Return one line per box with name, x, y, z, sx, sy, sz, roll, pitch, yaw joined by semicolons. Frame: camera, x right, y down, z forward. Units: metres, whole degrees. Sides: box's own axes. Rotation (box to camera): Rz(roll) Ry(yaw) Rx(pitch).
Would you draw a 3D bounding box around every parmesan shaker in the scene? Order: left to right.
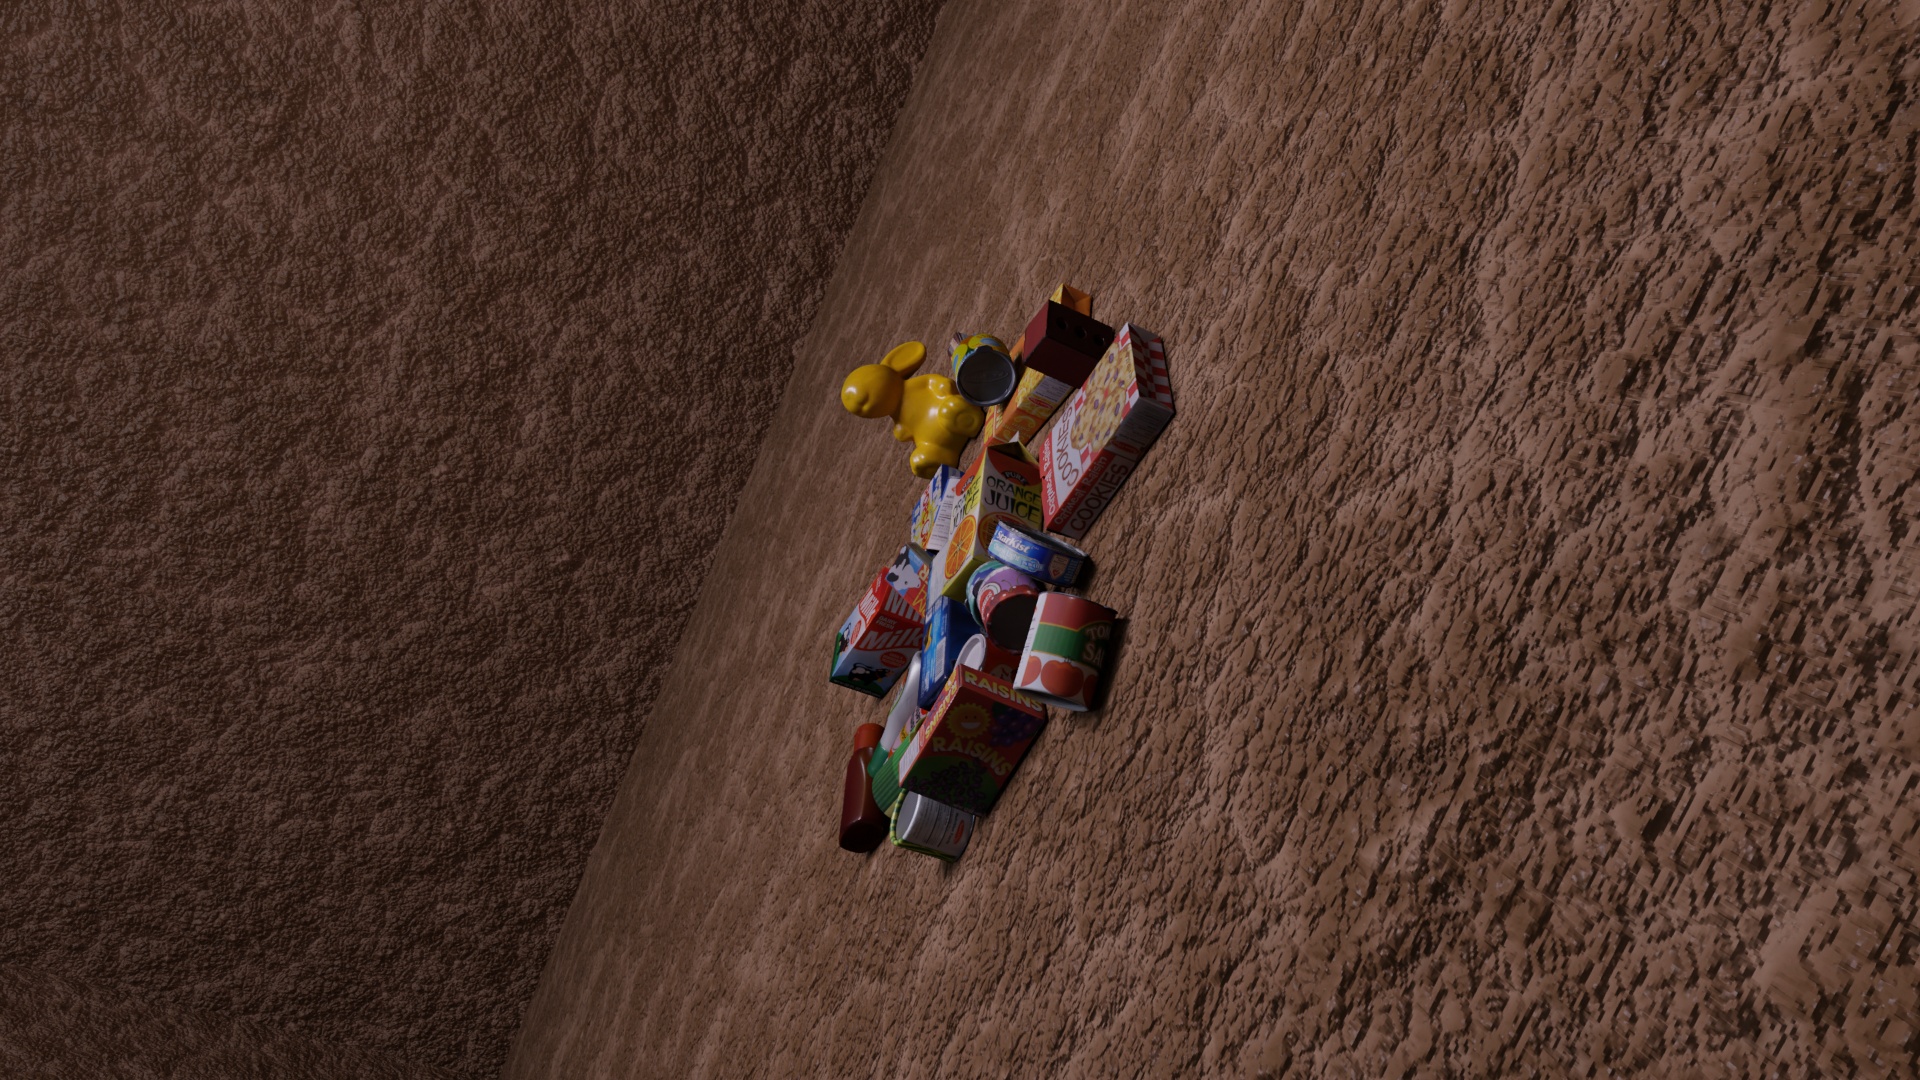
parmesan shaker;-0.039;0.222;1.353;0.102;0.071;0.072;-53;23;41

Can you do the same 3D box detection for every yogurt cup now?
yogurt cup;0.028;0.127;1.293;0.072;0.054;0.073;-56;21;35

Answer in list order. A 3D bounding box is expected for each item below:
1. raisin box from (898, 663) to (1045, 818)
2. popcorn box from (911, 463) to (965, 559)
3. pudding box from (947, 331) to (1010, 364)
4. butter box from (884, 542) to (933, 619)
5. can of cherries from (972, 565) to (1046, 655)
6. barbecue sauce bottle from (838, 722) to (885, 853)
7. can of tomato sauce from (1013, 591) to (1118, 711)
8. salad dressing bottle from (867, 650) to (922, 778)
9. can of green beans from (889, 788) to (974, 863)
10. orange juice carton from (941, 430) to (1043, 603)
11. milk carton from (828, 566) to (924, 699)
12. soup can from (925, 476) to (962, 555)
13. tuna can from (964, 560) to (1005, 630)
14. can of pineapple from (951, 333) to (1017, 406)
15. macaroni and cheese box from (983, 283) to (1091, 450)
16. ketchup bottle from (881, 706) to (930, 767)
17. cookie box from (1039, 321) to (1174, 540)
raisin box;0.010;0.178;1.233;0.123;0.086;0.040;-60;14;25
popcorn box;-0.025;-0.020;1.659;0.084;0.038;0.127;-56;21;35
pudding box;0.030;-0.216;1.654;0.050;0.084;0.030;-108;39;-64
butter box;-0.034;0.053;1.523;0.104;0.024;0.053;43;117;27
can of cherries;0.049;0.064;1.277;0.071;0.071;0.058;-62;18;19
barbecue sauce bottle;-0.105;0.270;1.545;0.064;0.043;0.149;-55;21;37
can of tomato sauce;0.087;0.092;1.141;0.071;0.071;0.083;-20;51;68
salad dressing bottle;-0.056;0.191;1.485;0.147;0.044;0.064;-66;-5;16
can of green beans;-0.027;0.260;1.293;0.071;0.058;0.071;-56;21;35
orange juice carton;0.036;-0.025;1.419;0.071;0.073;0.194;-51;24;45
milk carton;-0.083;0.099;1.636;0.189;0.072;0.074;-53;23;41
soup can;0.005;-0.019;1.525;0.071;0.071;0.084;-7;64;71
tuna can;0.038;0.055;1.325;0.070;0.071;0.033;-62;19;21
can of pineapple;0.026;-0.188;1.517;0.070;0.071;0.058;-62;18;21
macaroni and cheese box;0.082;-0.183;1.526;0.165;0.040;0.124;-49;25;48
ketchup bottle;-0.042;0.208;1.429;0.148;0.043;0.065;-59;14;31
cookie box;0.130;-0.100;1.281;0.166;0.040;0.123;-56;21;35
